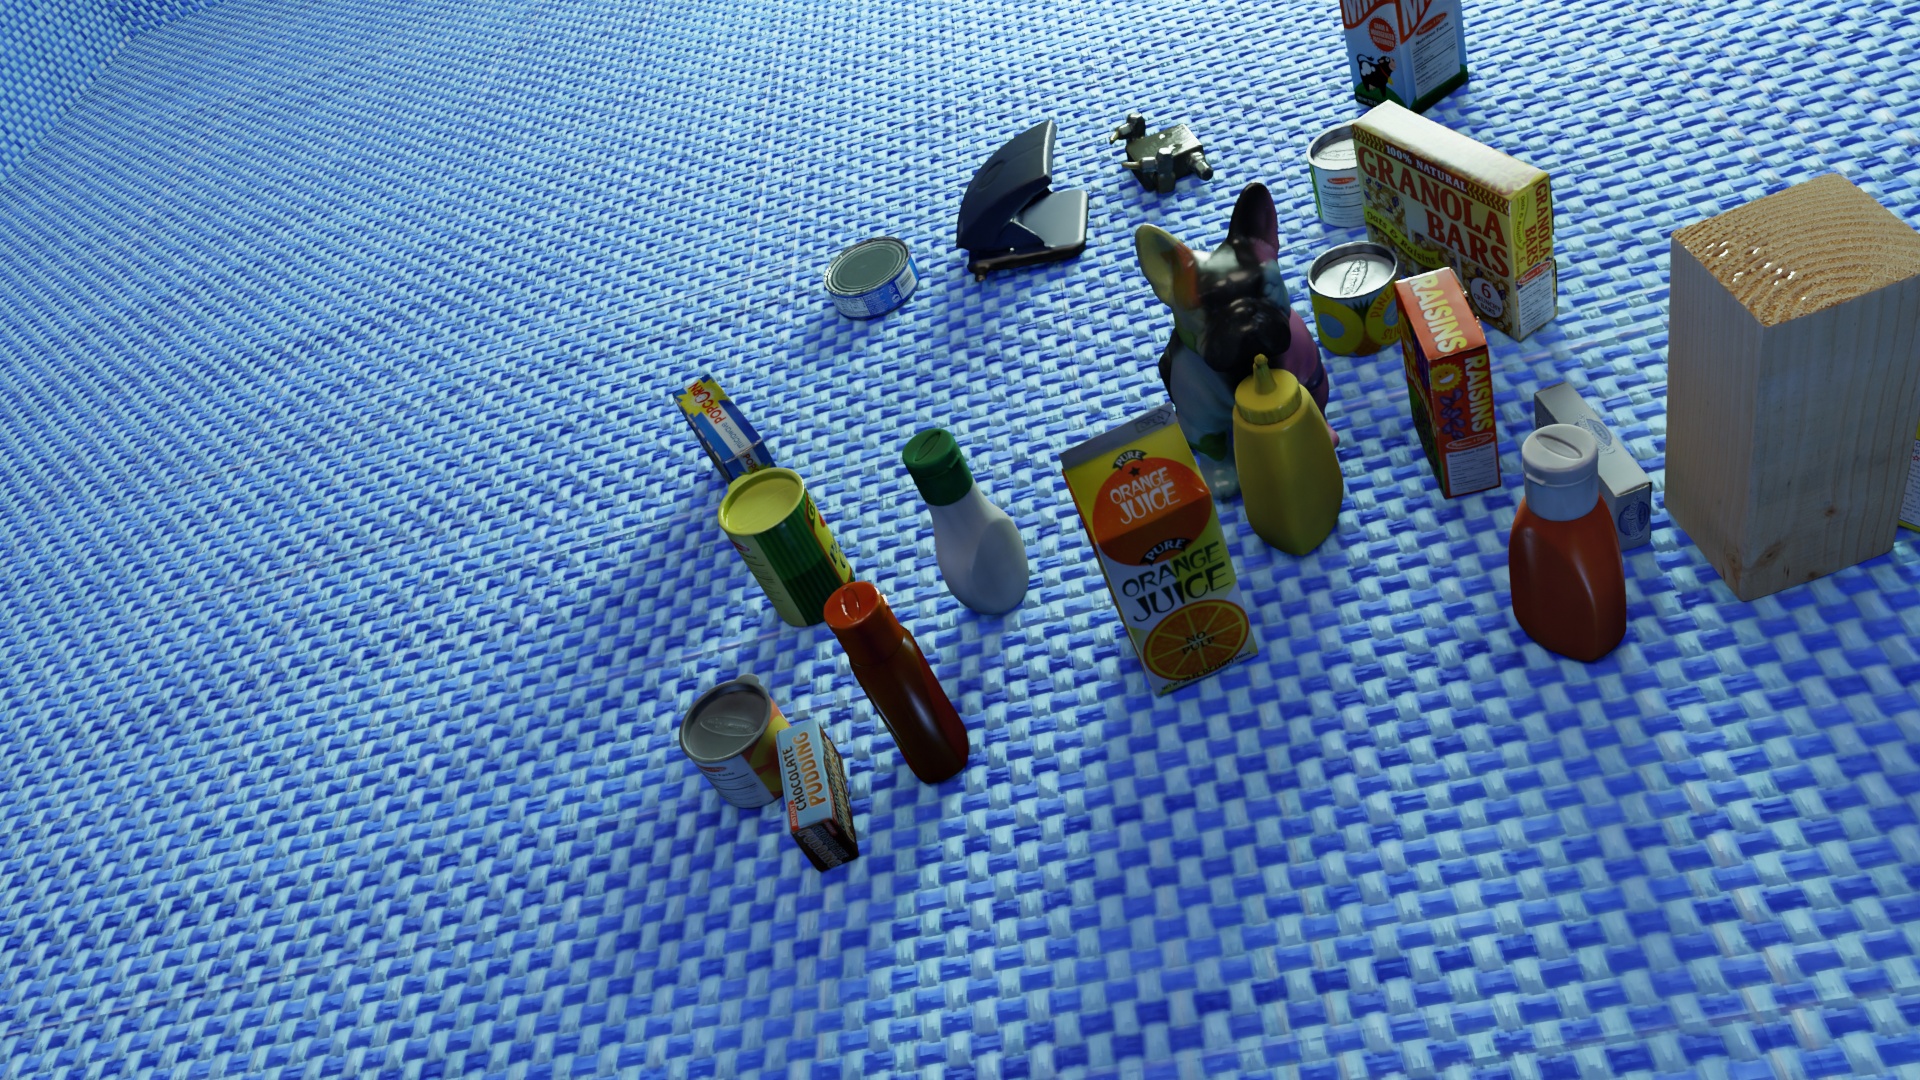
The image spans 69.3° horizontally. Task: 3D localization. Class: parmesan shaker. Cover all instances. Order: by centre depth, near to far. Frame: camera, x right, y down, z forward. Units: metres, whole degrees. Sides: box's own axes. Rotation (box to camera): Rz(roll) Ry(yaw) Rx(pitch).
[{"bbox_3d":[-0.126,0.005,1.014,0.071,0.102,0.072,-14,43,13],"label":"parmesan shaker"}]

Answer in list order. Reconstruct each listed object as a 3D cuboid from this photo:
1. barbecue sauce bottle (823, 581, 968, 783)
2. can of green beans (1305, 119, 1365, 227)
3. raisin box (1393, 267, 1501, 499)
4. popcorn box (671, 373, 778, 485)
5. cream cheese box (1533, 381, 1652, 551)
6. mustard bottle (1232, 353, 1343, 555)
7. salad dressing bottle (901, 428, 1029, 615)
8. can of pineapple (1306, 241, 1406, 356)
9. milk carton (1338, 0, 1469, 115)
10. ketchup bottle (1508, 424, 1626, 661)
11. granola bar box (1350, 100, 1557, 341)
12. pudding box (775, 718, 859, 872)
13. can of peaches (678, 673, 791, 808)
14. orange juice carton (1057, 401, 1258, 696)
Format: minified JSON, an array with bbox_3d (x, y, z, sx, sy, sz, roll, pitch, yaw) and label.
[{"bbox_3d":[-0.039,0.085,0.858,0.044,0.148,0.065,-24,42,2],"label":"barbecue sauce bottle"},{"bbox_3d":[0.321,-0.299,1.137,0.071,0.057,0.071,-14,43,13],"label":"can of green beans"},{"bbox_3d":[0.314,-0.100,0.893,0.040,0.123,0.086,-14,43,13],"label":"raisin box"},{"bbox_3d":[-0.181,-0.071,1.129,0.038,0.085,0.127,-34,43,-9],"label":"popcorn box"},{"bbox_3d":[0.389,-0.046,0.855,0.024,0.053,0.104,-20,42,6],"label":"cream cheese box"},{"bbox_3d":[0.203,-0.061,0.879,0.049,0.159,0.065,23,61,40],"label":"mustard bottle"},{"bbox_3d":[0.003,-0.012,0.935,0.044,0.147,0.064,17,57,37],"label":"salad dressing bottle"},{"bbox_3d":[0.295,-0.178,1.028,0.071,0.057,0.071,-14,43,13],"label":"can of pineapple"},{"bbox_3d":[0.372,-0.465,1.180,0.073,0.189,0.072,-35,43,-10],"label":"milk carton"},{"bbox_3d":[0.332,0.001,0.764,0.043,0.148,0.065,-37,43,-12],"label":"ketchup bottle"},{"bbox_3d":[0.357,-0.234,1.005,0.039,0.123,0.166,-32,42,-6],"label":"granola bar box"},{"bbox_3d":[-0.091,0.160,0.881,0.030,0.049,0.084,-22,42,4],"label":"pudding box"},{"bbox_3d":[-0.143,0.134,0.926,0.071,0.057,0.071,-14,43,13],"label":"can of peaches"},{"bbox_3d":[0.117,0.001,0.835,0.072,0.191,0.073,-24,42,3],"label":"orange juice carton"}]
